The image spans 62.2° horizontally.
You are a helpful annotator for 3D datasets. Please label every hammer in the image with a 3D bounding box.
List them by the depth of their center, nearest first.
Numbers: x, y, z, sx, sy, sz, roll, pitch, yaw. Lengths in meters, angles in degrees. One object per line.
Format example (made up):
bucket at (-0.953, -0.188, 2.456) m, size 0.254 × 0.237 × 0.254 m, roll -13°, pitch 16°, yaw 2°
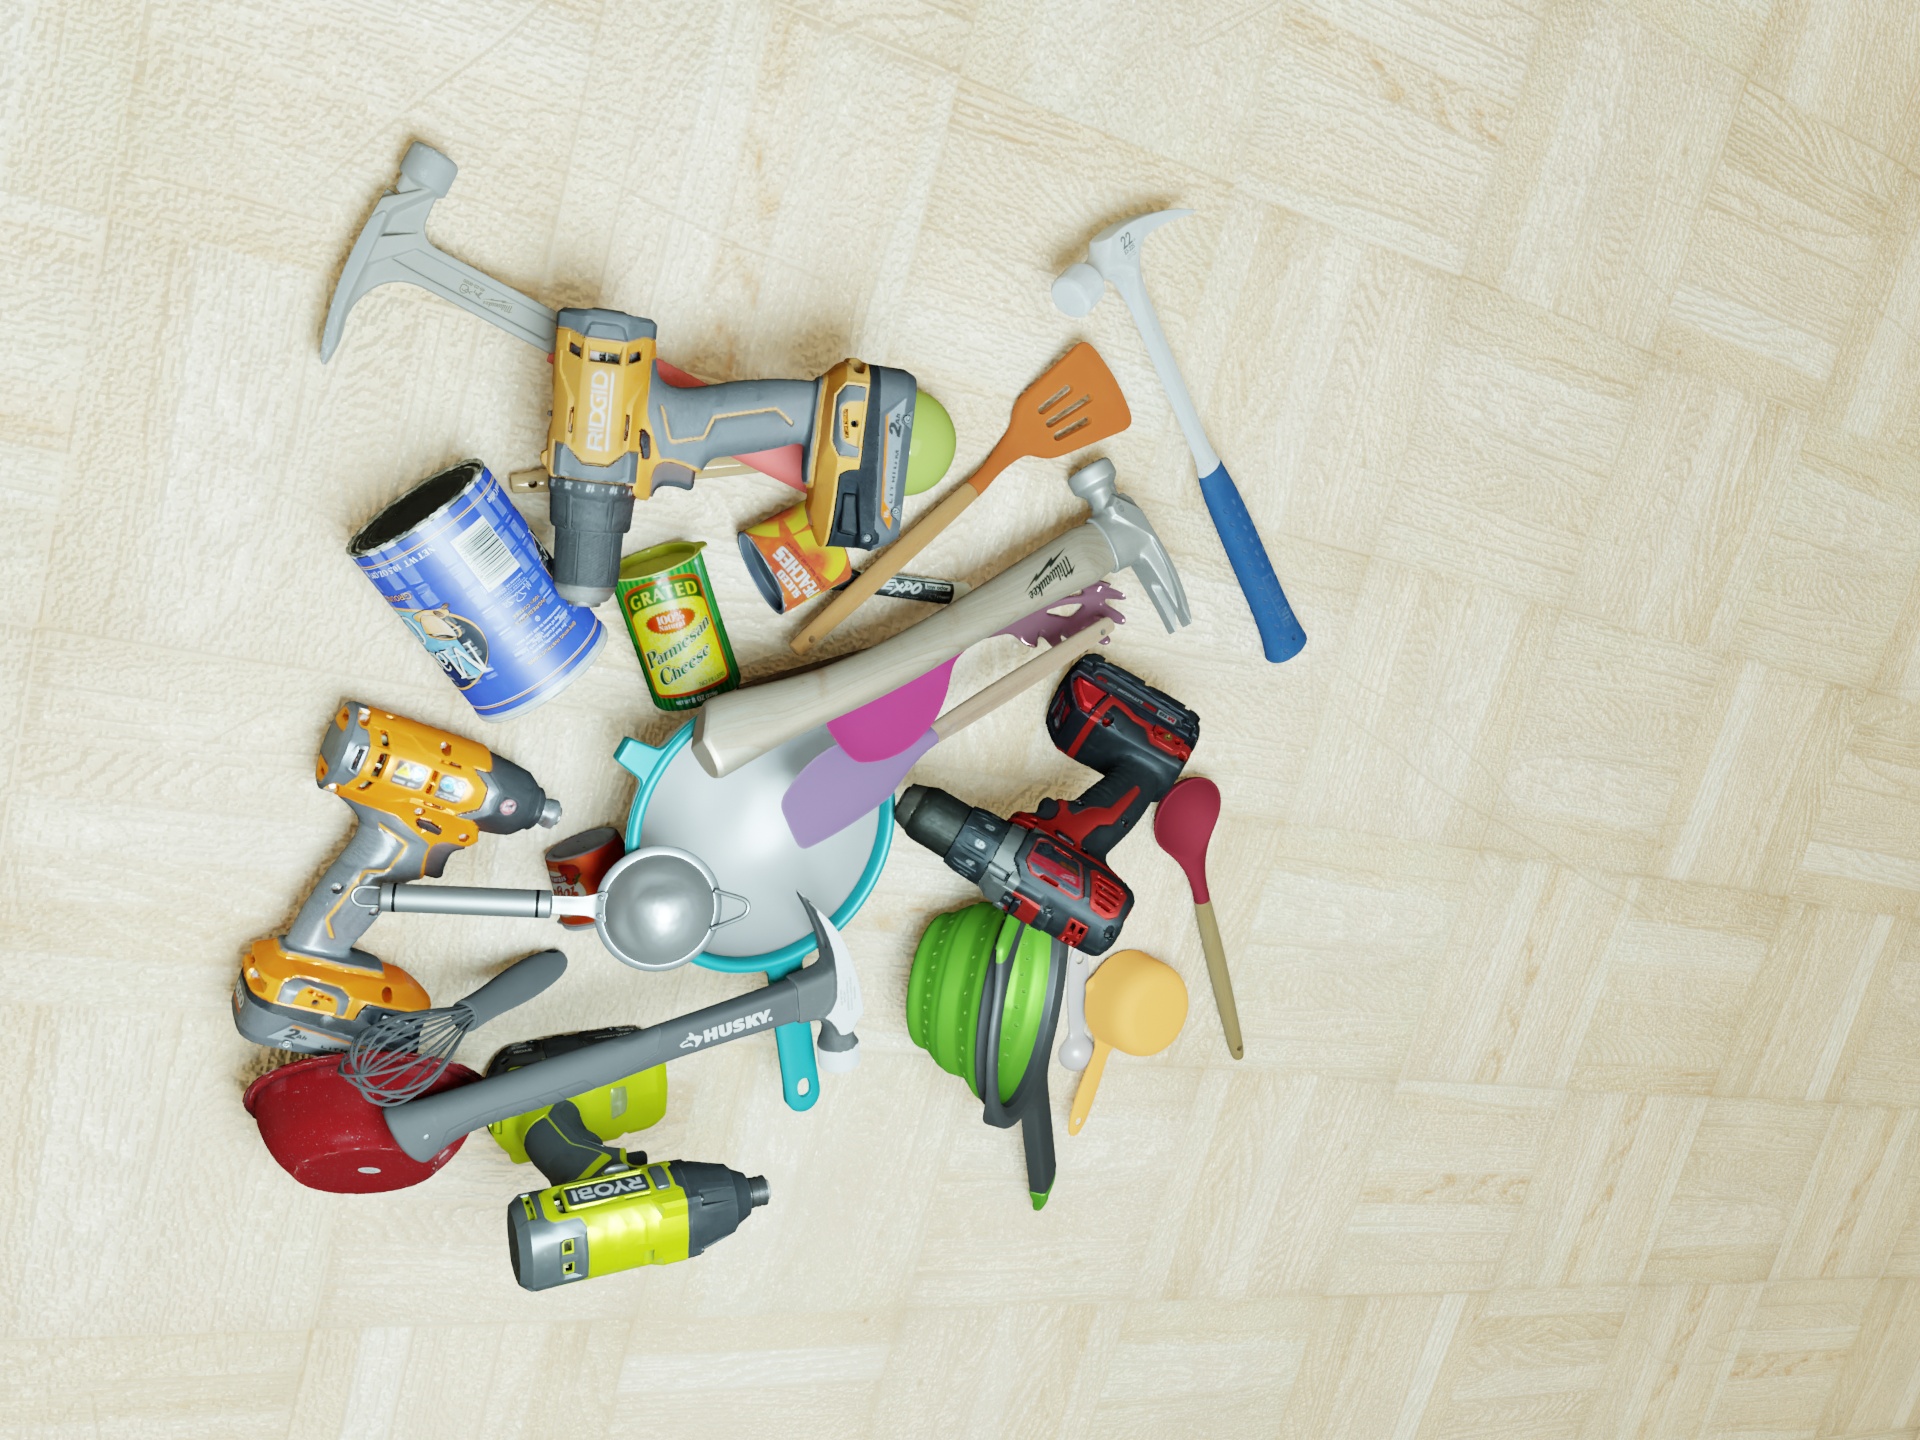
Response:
hammer at (-0.221, -0.219, 1.042) m, size 0.358 × 0.037 × 0.149 m, roll 26°, pitch 93°, yaw -21°
hammer at (-0.222, 0.223, 1.091) m, size 0.334 × 0.035 × 0.146 m, roll -14°, pitch 117°, yaw -27°
hammer at (-0.007, -0.054, 1.145) m, size 0.410 × 0.038 × 0.146 m, roll -29°, pitch 89°, yaw -29°
hammer at (0.199, -0.214, 1.271) m, size 0.144 × 0.035 × 0.405 m, roll -49°, pitch 127°, yaw -27°

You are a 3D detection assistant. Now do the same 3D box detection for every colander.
colander at (0.024, 0.278, 1.327) m, size 0.205 × 0.094 × 0.396 m, roll -63°, pitch 154°, yaw -45°

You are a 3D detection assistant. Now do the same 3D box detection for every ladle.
ladle at (-0.154, -0.184, 1.122) m, size 0.320 × 0.062 × 0.078 m, roll -8°, pitch 112°, yaw -17°
ladle at (0.224, 0.183, 1.434) m, size 0.069 × 0.031 × 0.315 m, roll -24°, pitch 117°, yaw -15°

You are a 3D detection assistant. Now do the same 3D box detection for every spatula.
spatula at (-0.002, -0.004, 1.182) m, size 0.316 × 0.018 × 0.059 m, roll -31°, pitch 114°, yaw -27°
spatula at (-0.004, -0.157, 1.188) m, size 0.322 × 0.041 × 0.081 m, roll -44°, pitch 121°, yaw -15°

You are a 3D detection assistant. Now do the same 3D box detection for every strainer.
strainer at (-0.266, 0.123, 1.047) m, size 0.258 × 0.050 × 0.087 m, roll 4°, pitch 95°, yaw -12°
strainer at (-0.154, 0.129, 1.183) m, size 0.211 × 0.095 × 0.340 m, roll -18°, pitch 115°, yaw -29°

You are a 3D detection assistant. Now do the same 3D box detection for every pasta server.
pasta server at (-0.019, -0.057, 1.226) m, size 0.316 × 0.040 × 0.060 m, roll -16°, pitch 124°, yaw -20°

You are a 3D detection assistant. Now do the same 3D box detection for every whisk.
whisk at (-0.330, 0.197, 1.069) m, size 0.055 × 0.239 × 0.055 m, roll 3°, pitch 101°, yaw 17°

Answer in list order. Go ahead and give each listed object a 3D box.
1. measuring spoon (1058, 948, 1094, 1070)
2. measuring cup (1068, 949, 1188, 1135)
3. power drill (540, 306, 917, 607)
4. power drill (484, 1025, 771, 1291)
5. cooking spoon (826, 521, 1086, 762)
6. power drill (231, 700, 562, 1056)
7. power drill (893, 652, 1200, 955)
measuring spoon at (0.106, 0.255, 1.402) m, size 0.034 × 0.018 × 0.124 m, roll -8°, pitch 109°, yaw -24°
measuring cup at (0.143, 0.290, 1.395) m, size 0.095 × 0.052 × 0.173 m, roll 26°, pitch 82°, yaw -36°
power drill at (-0.152, -0.157, 1.017) m, size 0.226 × 0.084 × 0.185 m, roll 5°, pitch 100°, yaw -14°
power drill at (-0.244, 0.305, 1.123) m, size 0.171 × 0.223 × 0.080 m, roll -6°, pitch 109°, yaw -25°
cooking spoon at (0.017, -0.074, 1.194) m, size 0.319 × 0.017 × 0.068 m, roll -42°, pitch 96°, yaw -30°
power drill at (-0.379, 0.115, 1.080) m, size 0.164 × 0.084 × 0.226 m, roll 22°, pitch 92°, yaw -32°
power drill at (0.070, 0.053, 1.213) m, size 0.188 × 0.080 × 0.227 m, roll 30°, pitch 51°, yaw 3°
